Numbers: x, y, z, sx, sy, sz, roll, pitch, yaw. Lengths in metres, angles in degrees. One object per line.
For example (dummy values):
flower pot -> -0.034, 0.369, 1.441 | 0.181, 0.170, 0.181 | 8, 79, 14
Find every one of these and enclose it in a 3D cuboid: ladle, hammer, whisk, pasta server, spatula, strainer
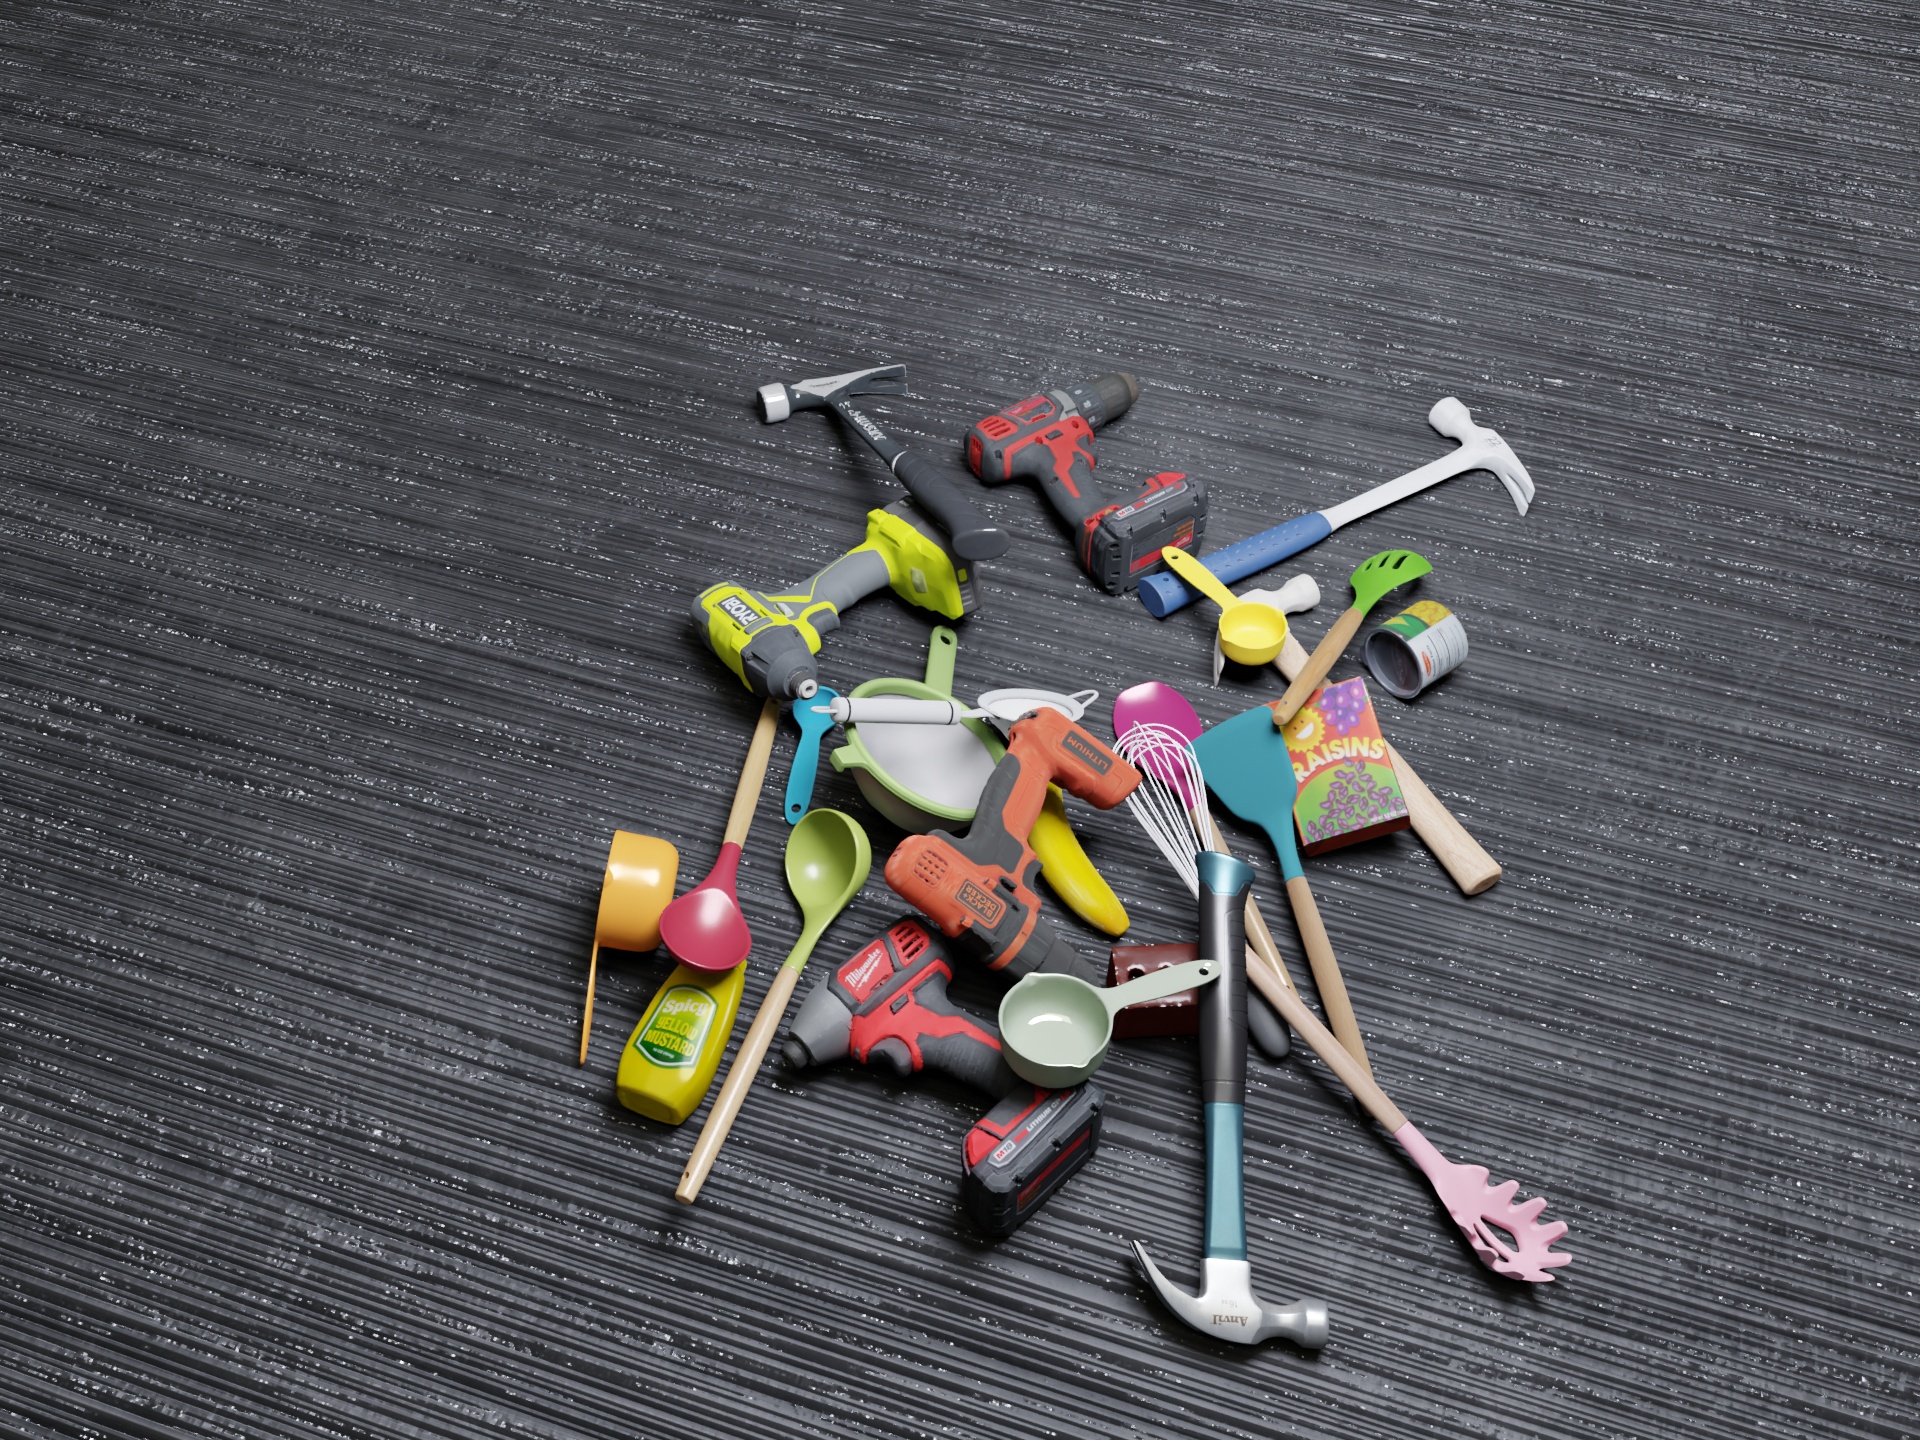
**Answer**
ladle -> -0.173, 0.080, 1.235 | 0.069, 0.031, 0.316 | 22, 39, -11
hammer -> 0.347, -0.184, 1.470 | 0.405, 0.035, 0.144 | -25, 57, -18
whisk -> 0.186, 0.123, 1.210 | 0.070, 0.070, 0.285 | -16, 64, -12
ladle -> -0.140, 0.195, 1.143 | 0.078, 0.062, 0.320 | -15, 36, 37
pasta server -> 0.289, 0.259, 1.106 | 0.060, 0.040, 0.316 | -29, 66, -31
spatula -> 0.254, 0.143, 1.199 | 0.082, 0.044, 0.318 | -30, 58, 26
hammer -> 0.182, 0.250, 1.092 | 0.128, 0.033, 0.331 | 3, 67, 1
strainer -> -0.002, -0.004, 1.250 | 0.258, 0.050, 0.087 | 2, 18, -32
hammer -> 0.327, 0.012, 1.323 | 0.130, 0.031, 0.332 | -23, 56, -17
strainer -> -0.033, 0.011, 1.304 | 0.151, 0.069, 0.257 | 26, 32, -13
hammer -> -0.054, -0.238, 1.433 | 0.149, 0.036, 0.409 | -17, 35, -17

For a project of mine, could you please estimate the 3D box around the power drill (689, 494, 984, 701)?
power drill -> -0.098, -0.098, 1.356 | 0.223, 0.080, 0.171 | -29, 39, -20

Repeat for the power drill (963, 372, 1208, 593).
power drill -> 0.136, -0.237, 1.487 | 0.188, 0.080, 0.227 | -28, 55, -21

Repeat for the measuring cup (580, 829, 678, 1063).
measuring cup -> -0.245, 0.169, 1.179 | 0.052, 0.095, 0.174 | 8, 73, -10

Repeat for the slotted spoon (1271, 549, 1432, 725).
slotted spoon -> 0.324, -0.077, 1.333 | 0.070, 0.031, 0.314 | -2, 28, 36

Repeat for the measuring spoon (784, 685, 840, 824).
measuring spoon -> -0.126, 0.032, 1.317 | 0.042, 0.021, 0.129 | 7, 62, 5

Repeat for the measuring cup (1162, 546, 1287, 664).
measuring cup -> 0.222, -0.100, 1.376 | 0.062, 0.029, 0.157 | -25, 47, -17

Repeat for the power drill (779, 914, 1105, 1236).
power drill -> -0.016, 0.245, 1.116 | 0.143, 0.078, 0.220 | -36, 58, -26

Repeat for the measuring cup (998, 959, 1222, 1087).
measuring cup -> 0.104, 0.201, 1.084 | 0.167, 0.038, 0.083 | -14, 45, -20

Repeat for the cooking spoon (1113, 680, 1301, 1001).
cooking spoon -> 0.199, 0.092, 1.268 | 0.069, 0.017, 0.319 | -19, 54, -3
